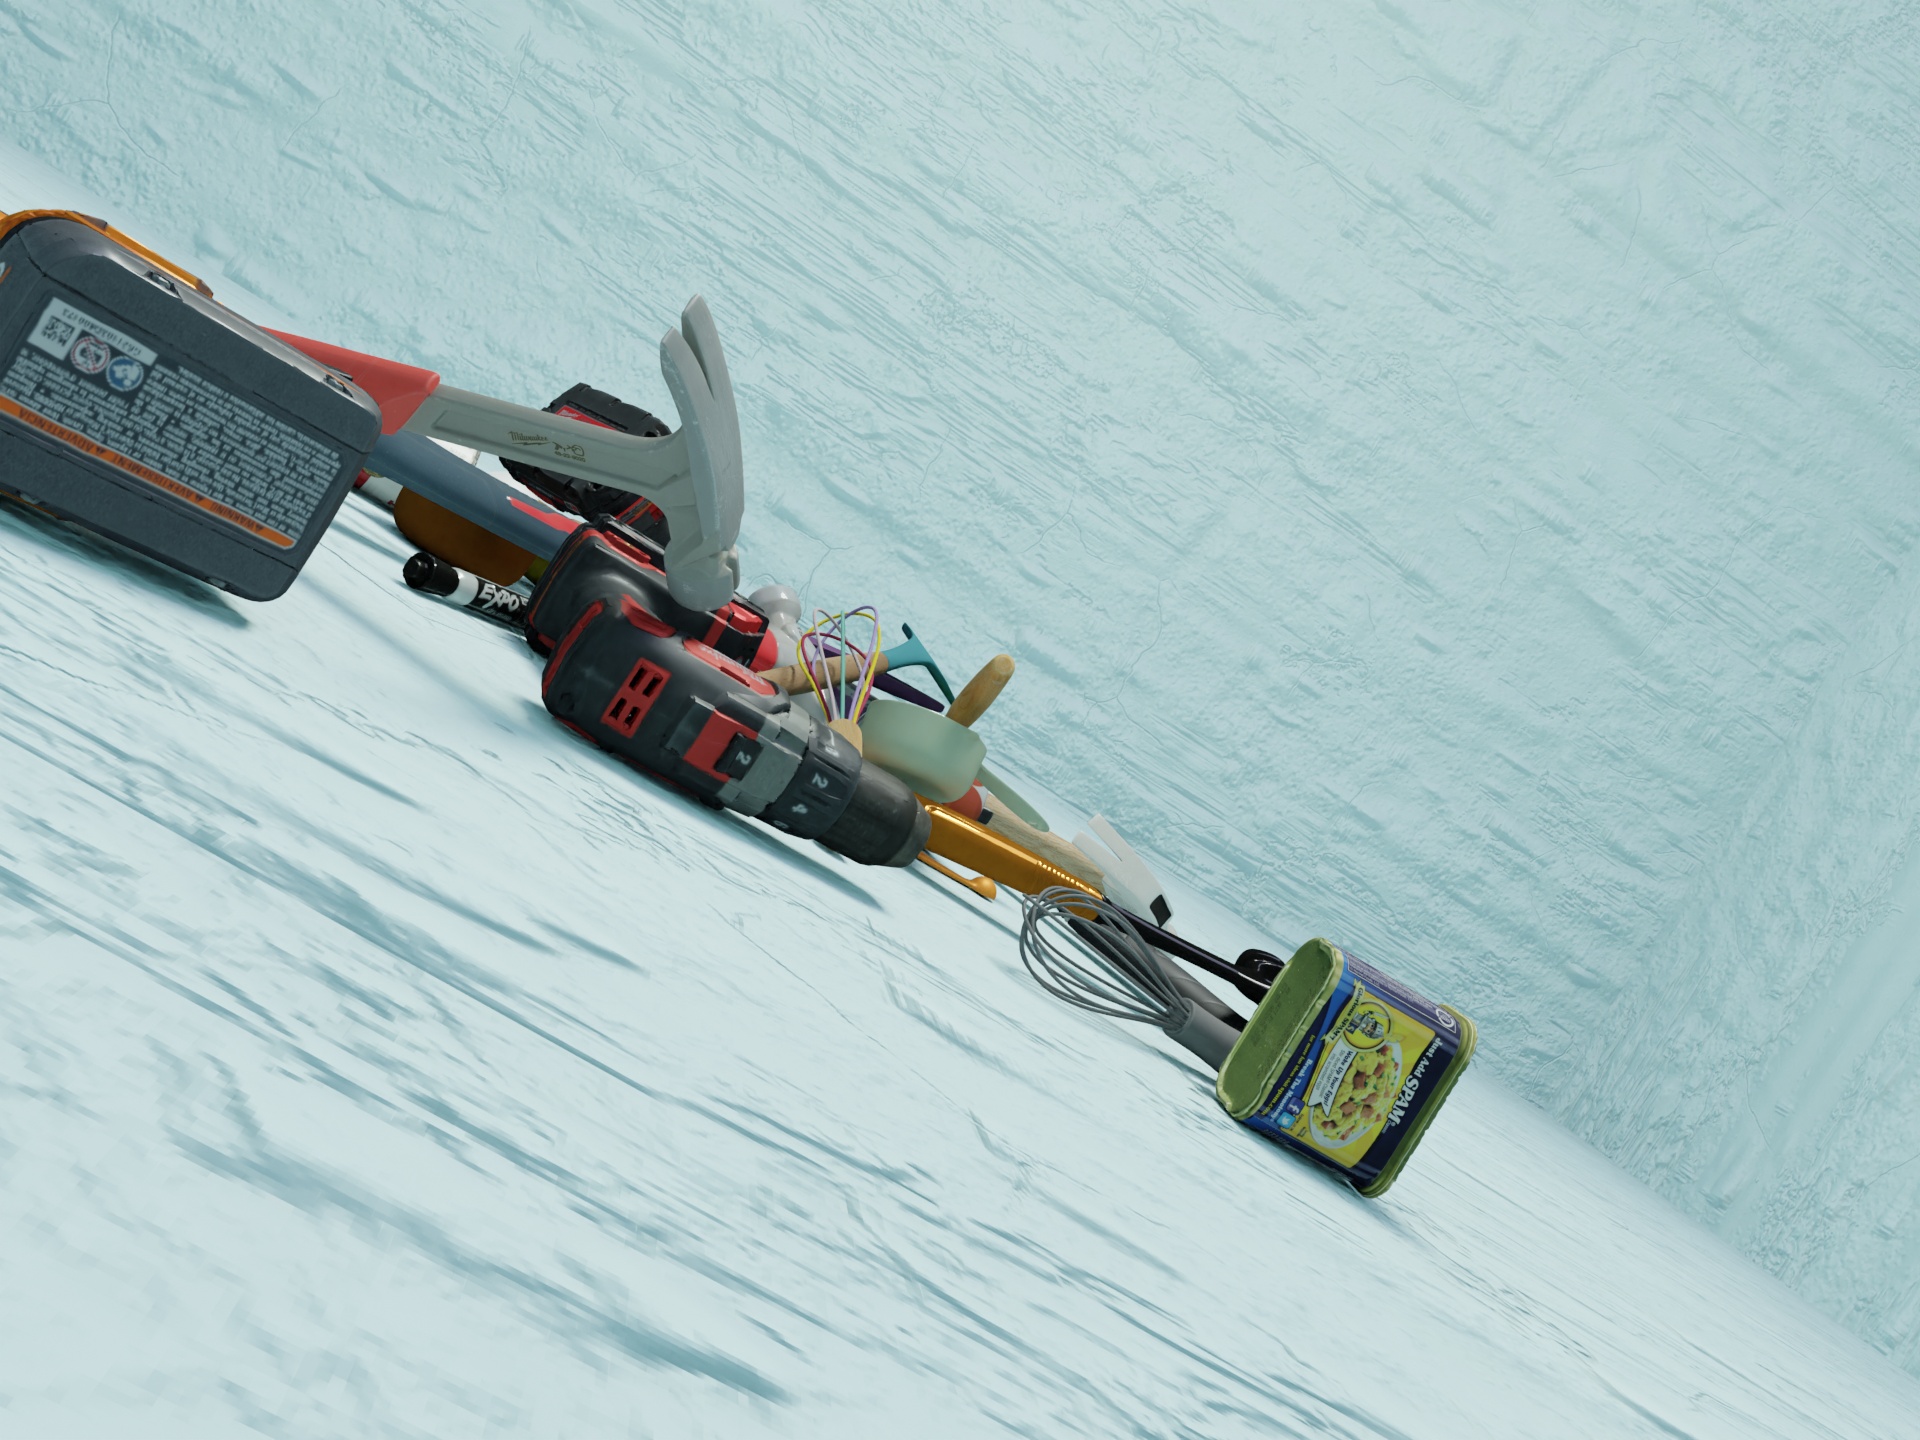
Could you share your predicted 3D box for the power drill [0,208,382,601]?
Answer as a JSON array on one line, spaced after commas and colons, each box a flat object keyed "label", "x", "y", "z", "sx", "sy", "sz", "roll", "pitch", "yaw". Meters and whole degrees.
[{"label": "power drill", "x": -0.292, "y": -0.119, "z": 0.544, "sx": 0.227, "sy": 0.084, "sz": 0.164, "roll": 29, "pitch": -2, "yaw": 39}]

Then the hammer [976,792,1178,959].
[{"label": "hammer", "x": 0.036, "y": 0.081, "z": 1.298, "sx": 0.332, "sy": 0.031, "sz": 0.129, "roll": 28, "pitch": -26, "yaw": 37}]

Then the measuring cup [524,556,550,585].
[{"label": "measuring cup", "x": -0.302, "y": -0.107, "z": 1.132, "sx": 0.062, "sy": 0.029, "sz": 0.156, "roll": 41, "pitch": -14, "yaw": -22}]

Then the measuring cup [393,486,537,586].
[{"label": "measuring cup", "x": -0.326, "y": -0.136, "z": 0.932, "sx": 0.173, "sy": 0.052, "sz": 0.095, "roll": 30, "pitch": 3, "yaw": -31}]

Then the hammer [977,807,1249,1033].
[{"label": "hammer", "x": 0.068, "y": 0.123, "z": 1.079, "sx": 0.149, "sy": 0.036, "sz": 0.409, "roll": 33, "pitch": 1, "yaw": -43}]

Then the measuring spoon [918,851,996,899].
[{"label": "measuring spoon", "x": -0.023, "y": 0.079, "z": 0.979, "sx": 0.116, "sy": 0.011, "sz": 0.021, "roll": 32, "pitch": 1, "yaw": -19}]

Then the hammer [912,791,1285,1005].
[{"label": "hammer", "x": 0.049, "y": 0.094, "z": 0.907, "sx": 0.337, "sy": 0.034, "sz": 0.127, "roll": 26, "pitch": 3, "yaw": -4}]

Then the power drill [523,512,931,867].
[{"label": "power drill", "x": -0.118, "y": -0.012, "z": 0.770, "sx": 0.187, "sy": 0.080, "sz": 0.227, "roll": 31, "pitch": 5, "yaw": -26}]

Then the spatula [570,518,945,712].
[{"label": "spatula", "x": -0.155, "y": -0.077, "z": 1.205, "sx": 0.316, "sy": 0.018, "sz": 0.060, "roll": 26, "pitch": -10, "yaw": -3}]

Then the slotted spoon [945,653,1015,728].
[{"label": "slotted spoon", "x": -0.002, "y": -0.003, "z": 1.015, "sx": 0.070, "sy": 0.031, "sz": 0.313, "roll": 10, "pitch": -11, "yaw": -7}]

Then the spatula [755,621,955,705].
[{"label": "spatula", "x": -0.073, "y": -0.028, "z": 1.045, "sx": 0.082, "sy": 0.044, "sz": 0.317, "roll": 58, "pitch": 26, "yaw": 9}]

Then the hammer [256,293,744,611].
[{"label": "hammer", "x": -0.260, "y": -0.146, "z": 0.654, "sx": 0.359, "sy": 0.037, "sz": 0.149, "roll": 16, "pitch": -36, "yaw": 10}]

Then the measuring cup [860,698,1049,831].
[{"label": "measuring cup", "x": 0.001, "y": 0.043, "z": 0.971, "sx": 0.083, "sy": 0.038, "sz": 0.167, "roll": 5, "pitch": -27, "yaw": 44}]

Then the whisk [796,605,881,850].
[{"label": "whisk", "x": -0.069, "y": -0.001, "z": 0.890, "sx": 0.047, "sy": 0.051, "sz": 0.245, "roll": 10, "pitch": 29, "yaw": -10}]

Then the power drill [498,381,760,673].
[{"label": "power drill", "x": -0.217, "y": -0.117, "z": 1.098, "sx": 0.143, "sy": 0.078, "sz": 0.219, "roll": 29, "pitch": -24, "yaw": 39}]

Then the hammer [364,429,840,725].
[{"label": "hammer", "x": -0.207, "y": -0.081, "z": 0.914, "sx": 0.386, "sy": 0.038, "sz": 0.143, "roll": 29, "pitch": 32, "yaw": -50}]

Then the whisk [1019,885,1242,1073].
[{"label": "whisk", "x": 0.116, "y": 0.155, "z": 0.824, "sx": 0.238, "sy": 0.055, "sz": 0.055, "roll": 37, "pitch": -1, "yaw": -26}]

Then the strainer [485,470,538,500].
[{"label": "strainer", "x": -0.396, "y": -0.187, "z": 1.152, "sx": 0.258, "sy": 0.050, "sz": 0.087, "roll": 26, "pitch": -26, "yaw": -23}]
